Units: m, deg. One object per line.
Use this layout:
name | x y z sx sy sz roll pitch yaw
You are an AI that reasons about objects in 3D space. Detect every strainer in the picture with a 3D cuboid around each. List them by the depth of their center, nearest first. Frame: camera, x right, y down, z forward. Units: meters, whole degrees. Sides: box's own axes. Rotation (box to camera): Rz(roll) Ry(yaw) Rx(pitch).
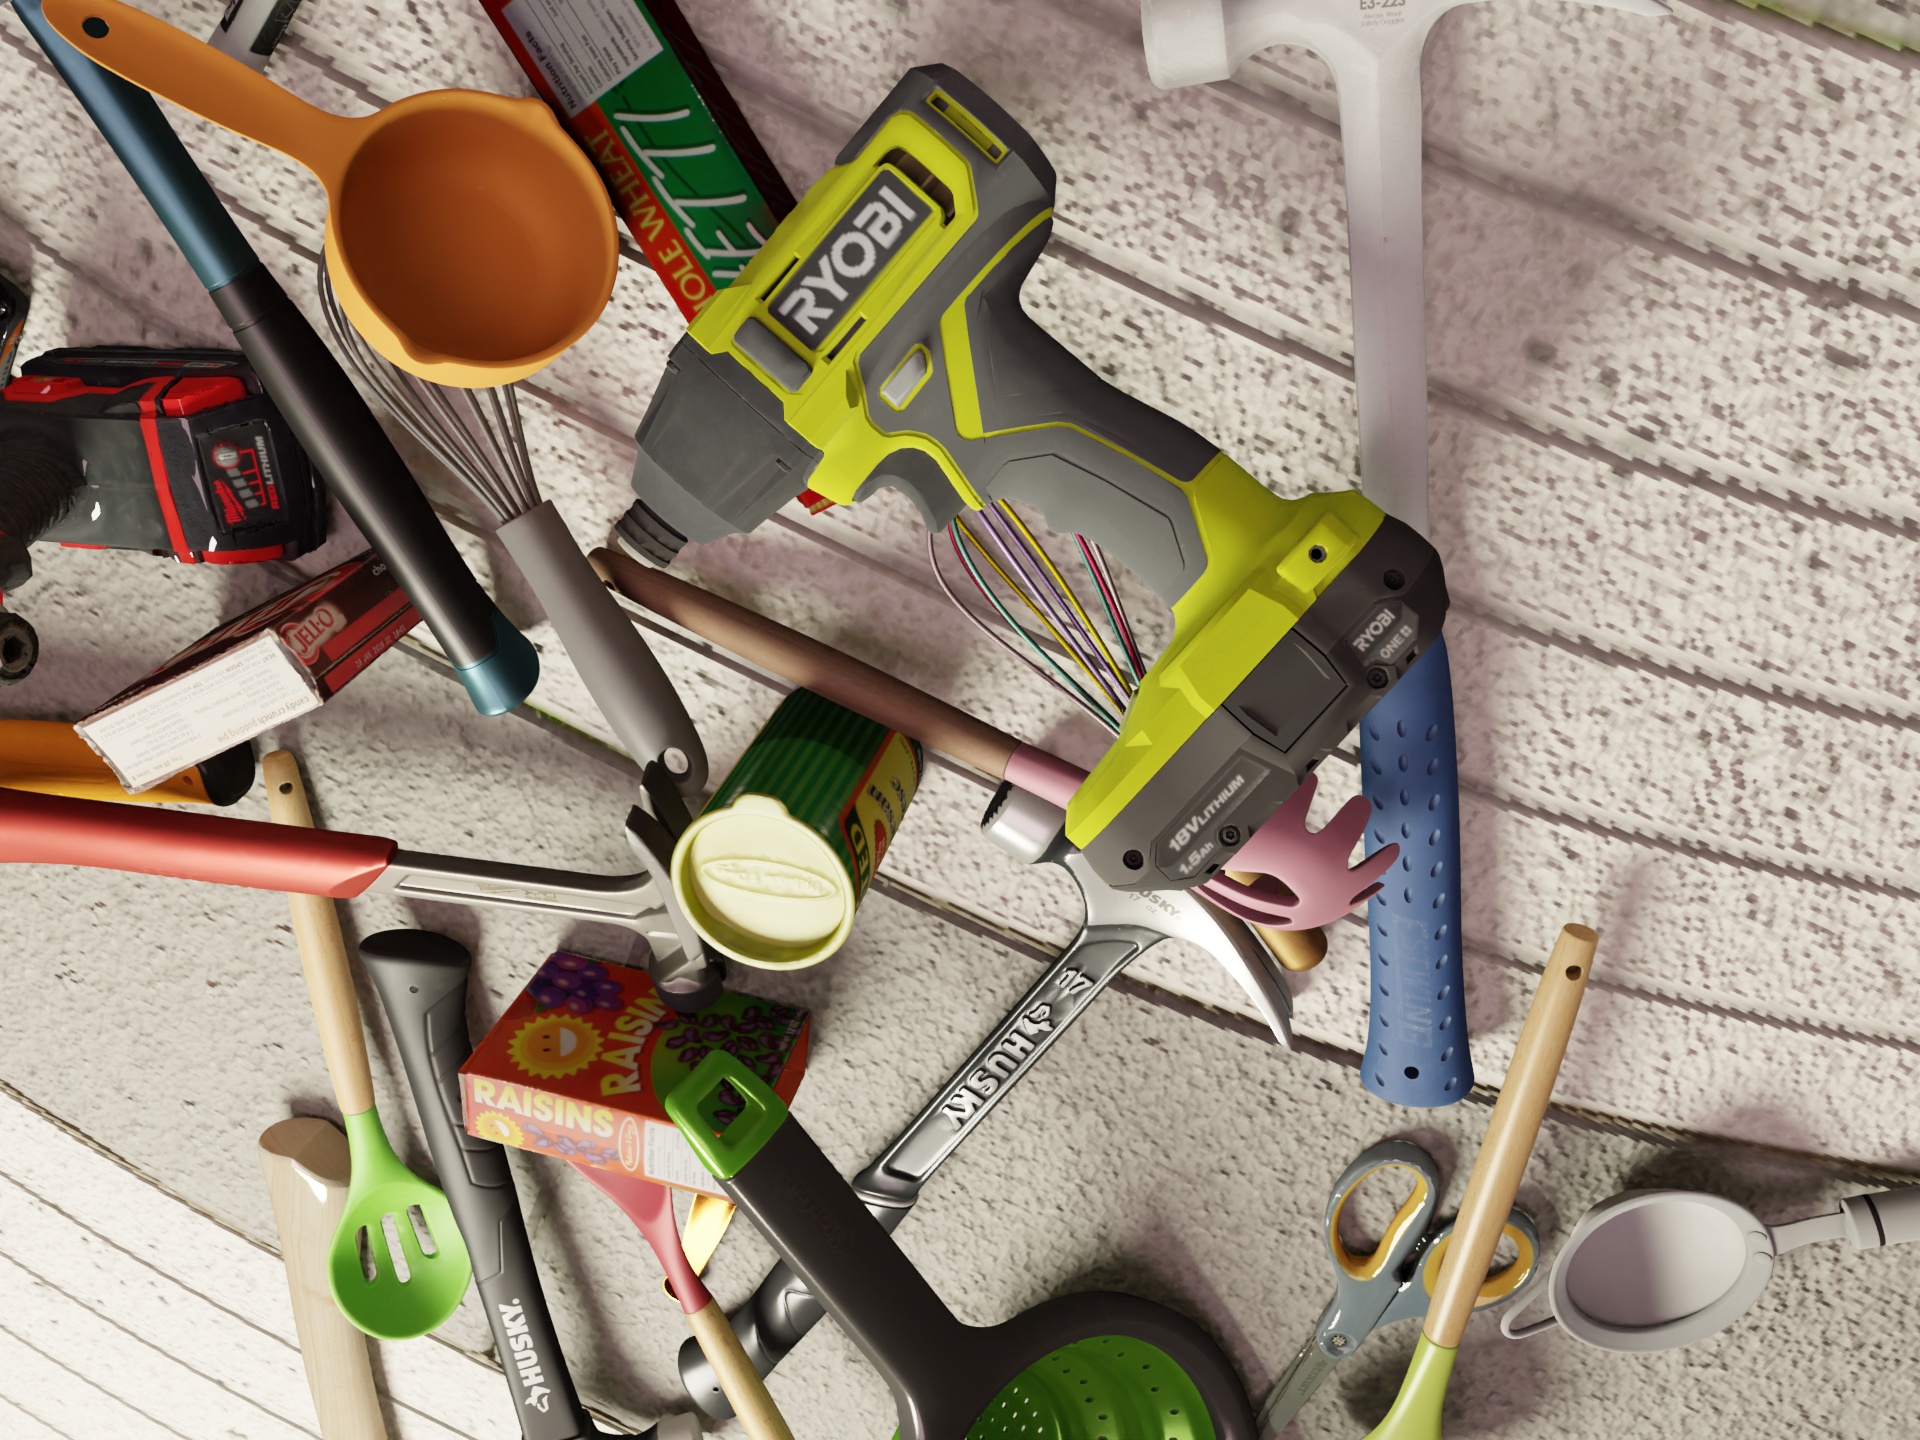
strainer | 0.332 0.191 0.602 0.258 0.050 0.086 -16 118 15

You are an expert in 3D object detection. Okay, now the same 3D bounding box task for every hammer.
hammer | 0.153 -0.041 0.532 0.144 0.035 0.405 -2 116 16
hammer | -0.244 -0.143 0.555 0.033 0.128 0.330 -26 117 3
hammer | -0.276 0.052 0.648 0.359 0.037 0.149 6 144 8
hammer | -0.019 0.198 0.701 0.149 0.036 0.408 33 120 -5
hammer | -0.475 0.021 0.729 0.337 0.034 0.127 2 116 14
hammer | -0.228 0.251 0.762 0.146 0.035 0.334 -12 110 -7
hammer | -0.346 0.386 0.881 0.146 0.038 0.410 8 118 12

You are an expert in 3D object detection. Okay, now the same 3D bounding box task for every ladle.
ladle | 0.198 0.217 0.637 0.078 0.062 0.320 12 112 5
ladle | -0.110 0.293 0.739 0.069 0.031 0.315 -19 101 40

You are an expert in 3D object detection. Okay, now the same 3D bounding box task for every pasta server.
pasta server | -0.001 -0.002 0.570 0.316 0.040 0.060 25 142 17

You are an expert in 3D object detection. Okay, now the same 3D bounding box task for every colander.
colander | -0.013 0.287 0.679 0.094 0.204 0.396 -4 125 55

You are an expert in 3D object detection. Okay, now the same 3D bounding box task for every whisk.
whisk | 0.064 -0.001 0.578 0.047 0.051 0.244 -18 116 45
whisk | -0.155 -0.075 0.579 0.055 0.055 0.239 -23 104 24

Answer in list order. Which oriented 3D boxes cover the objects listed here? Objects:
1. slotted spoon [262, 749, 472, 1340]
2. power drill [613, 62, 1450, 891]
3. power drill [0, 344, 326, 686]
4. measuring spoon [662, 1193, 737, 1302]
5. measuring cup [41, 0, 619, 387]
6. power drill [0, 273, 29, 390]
slotted spoon | -0.287 0.159 0.750 0.031 0.070 0.313 28 128 52
power drill | 0.016 -0.060 0.482 0.223 0.080 0.171 42 97 3
power drill | -0.321 -0.062 0.539 0.143 0.220 0.078 4 118 13
measuring spoon | -0.119 0.237 0.762 0.021 0.011 0.116 24 116 3
measuring cup | -0.195 -0.169 0.501 0.173 0.052 0.095 25 78 -22
power drill | -0.429 -0.117 0.535 0.084 0.226 0.185 35 120 -5
